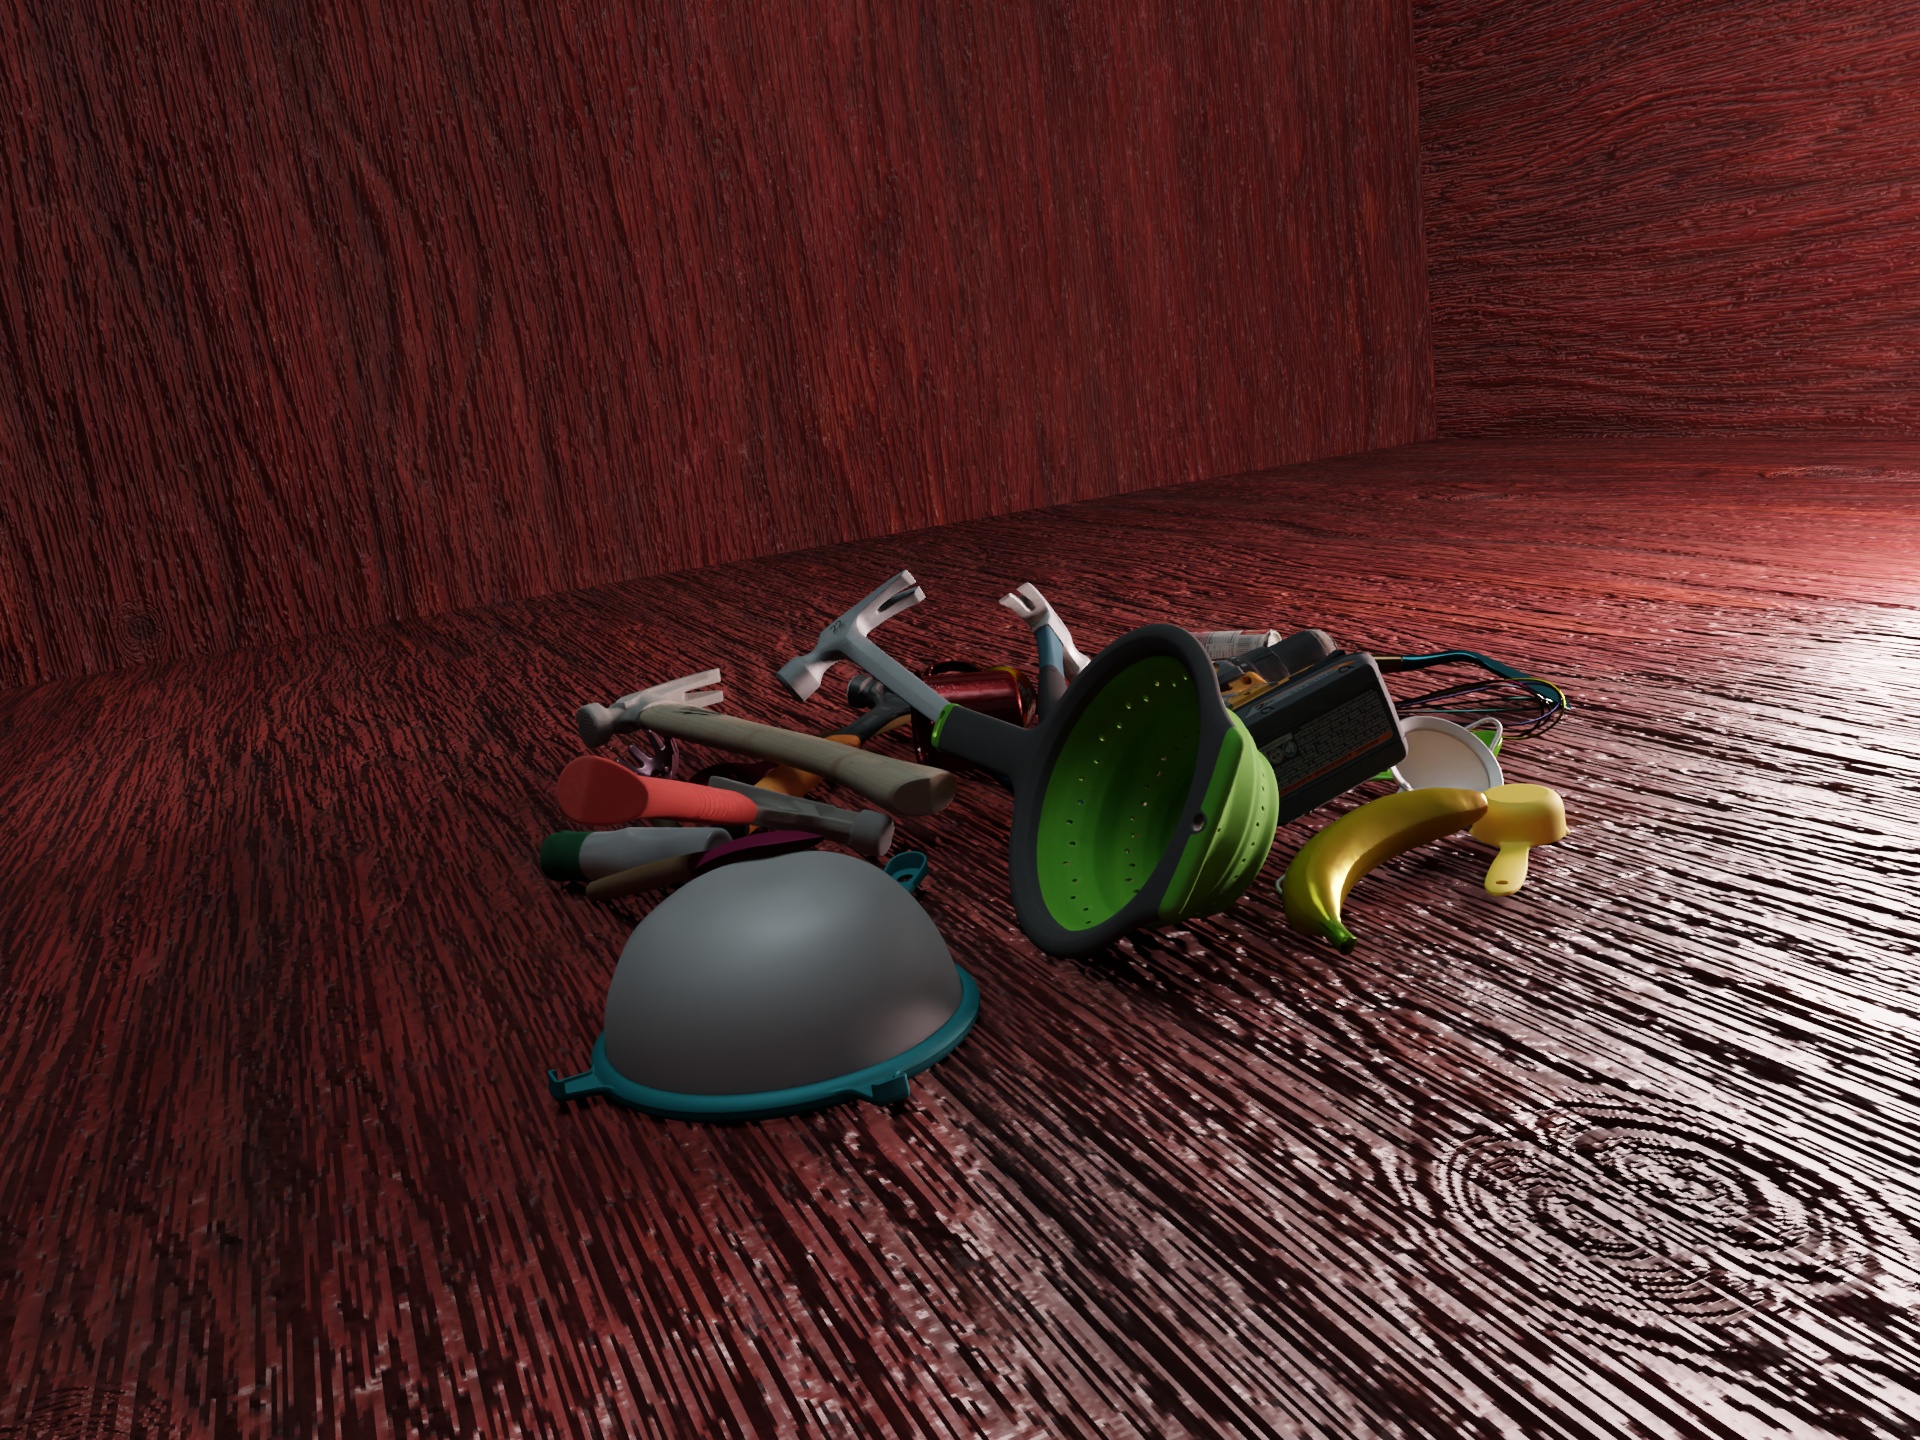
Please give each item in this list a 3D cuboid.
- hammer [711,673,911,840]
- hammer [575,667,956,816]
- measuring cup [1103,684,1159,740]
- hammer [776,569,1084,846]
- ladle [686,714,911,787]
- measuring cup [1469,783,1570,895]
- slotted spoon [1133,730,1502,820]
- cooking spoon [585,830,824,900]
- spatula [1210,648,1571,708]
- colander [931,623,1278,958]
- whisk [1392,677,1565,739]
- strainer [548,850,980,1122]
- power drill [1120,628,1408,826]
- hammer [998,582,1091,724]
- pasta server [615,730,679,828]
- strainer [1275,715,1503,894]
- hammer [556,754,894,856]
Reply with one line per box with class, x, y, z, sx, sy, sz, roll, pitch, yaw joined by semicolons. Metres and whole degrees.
hammer;-0.106;0.031;1.367;0.127;0.034;0.337;12;23;21
hammer;-0.146;0.016;1.295;0.146;0.038;0.411;-21;23;-39
measuring cup;0.135;-0.012;1.323;0.095;0.052;0.173;-46;-8;-7
hammer;-0.002;-0.004;1.224;0.144;0.035;0.406;-44;39;-8
ladle;-0.135;0.027;1.450;0.069;0.031;0.315;4;16;37
measuring cup;0.338;0.071;0.976;0.062;0.029;0.156;-2;13;24
slotted spoon;0.234;0.049;1.144;0.313;0.031;0.070;-9;13;0
cooking spoon;-0.177;0.093;1.004;0.068;0.017;0.319;-6;-7;-34
spatula;0.349;-0.037;1.352;0.317;0.044;0.082;0;14;12
colander;0.089;0.042;1.016;0.094;0.204;0.397;22;-1;-24
whisk;0.360;-0.005;1.279;0.245;0.047;0.051;-3;1;37
strainer;-0.082;0.108;0.913;0.211;0.095;0.340;-4;15;17
power drill;0.219;-0.007;1.102;0.185;0.084;0.226;-27;12;-11
hammer;0.083;-0.031;1.418;0.033;0.128;0.331;-33;18;14
pasta server;-0.251;0.066;1.319;0.060;0.040;0.316;-40;18;-1
strainer;0.278;0.060;1.040;0.258;0.050;0.087;-26;62;-40
hammer;-0.163;0.053;1.011;0.149;0.037;0.359;11;-3;16
